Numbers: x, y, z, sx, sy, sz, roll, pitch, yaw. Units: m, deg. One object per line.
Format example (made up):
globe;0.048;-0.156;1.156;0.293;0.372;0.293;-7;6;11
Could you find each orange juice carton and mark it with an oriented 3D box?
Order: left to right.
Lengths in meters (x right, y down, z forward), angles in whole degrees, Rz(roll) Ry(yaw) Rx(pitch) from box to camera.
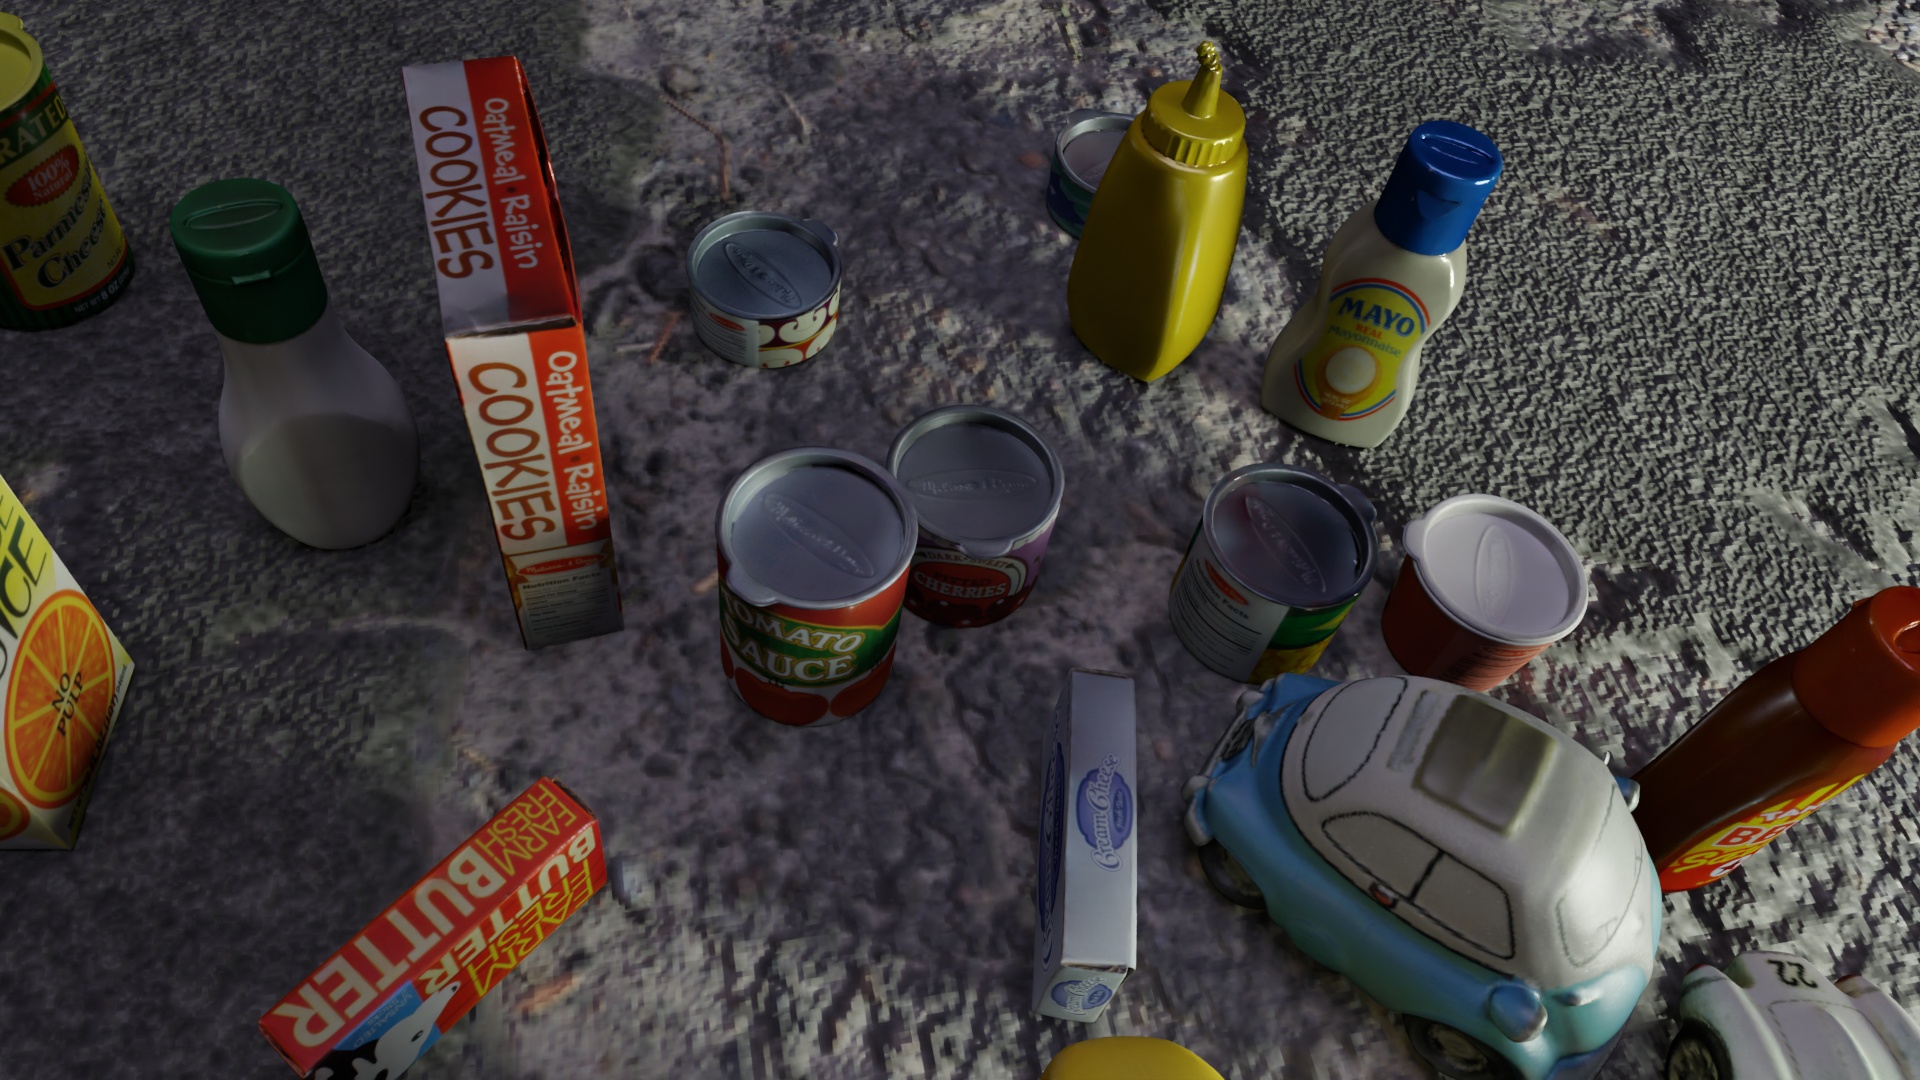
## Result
orange juice carton;-0.309;0.015;0.383;0.073;0.191;0.072;2;54;-8

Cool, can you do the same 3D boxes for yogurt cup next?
yogurt cup;0.200;0.024;0.543;0.072;0.053;0.073;4;54;-6

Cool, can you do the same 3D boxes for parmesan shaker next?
parmesan shaker;-0.374;-0.142;0.543;0.071;0.102;0.071;4;54;-6

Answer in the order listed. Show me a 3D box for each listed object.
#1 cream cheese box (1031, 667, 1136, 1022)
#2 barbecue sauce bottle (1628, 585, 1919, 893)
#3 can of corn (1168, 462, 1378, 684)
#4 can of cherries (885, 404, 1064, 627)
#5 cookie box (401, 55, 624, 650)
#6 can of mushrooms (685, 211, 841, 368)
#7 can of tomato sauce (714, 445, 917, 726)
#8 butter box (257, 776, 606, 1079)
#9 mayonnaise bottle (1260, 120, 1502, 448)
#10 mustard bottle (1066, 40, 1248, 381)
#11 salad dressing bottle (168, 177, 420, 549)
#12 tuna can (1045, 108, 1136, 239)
cream cheese box;0.041;0.101;0.463;0.024;0.053;0.104;8;54;-3
barbecue sauce bottle;0.273;0.069;0.463;0.065;0.147;0.044;-13;57;-17
can of corn;0.121;0.013;0.536;0.071;0.058;0.071;4;54;-6
can of cherries;0.002;-0.007;0.531;0.071;0.058;0.072;4;54;-6
cookie box;-0.150;-0.059;0.478;0.040;0.166;0.123;-11;57;-16
can of mushrooms;-0.084;-0.111;0.608;0.071;0.033;0.071;4;54;-6
can of tomato sauce;-0.053;0.019;0.488;0.071;0.082;0.071;4;54;-6
butter box;-0.153;0.121;0.417;0.024;0.052;0.104;36;57;17
mayonnaise bottle;0.174;-0.102;0.572;0.065;0.147;0.041;21;54;7
mustard bottle;0.087;-0.138;0.576;0.065;0.159;0.049;39;58;18
salad dressing bottle;-0.227;-0.056;0.475;0.064;0.146;0.044;-17;59;-19
tuna can;0.075;-0.178;0.683;0.071;0.032;0.071;4;54;-6
